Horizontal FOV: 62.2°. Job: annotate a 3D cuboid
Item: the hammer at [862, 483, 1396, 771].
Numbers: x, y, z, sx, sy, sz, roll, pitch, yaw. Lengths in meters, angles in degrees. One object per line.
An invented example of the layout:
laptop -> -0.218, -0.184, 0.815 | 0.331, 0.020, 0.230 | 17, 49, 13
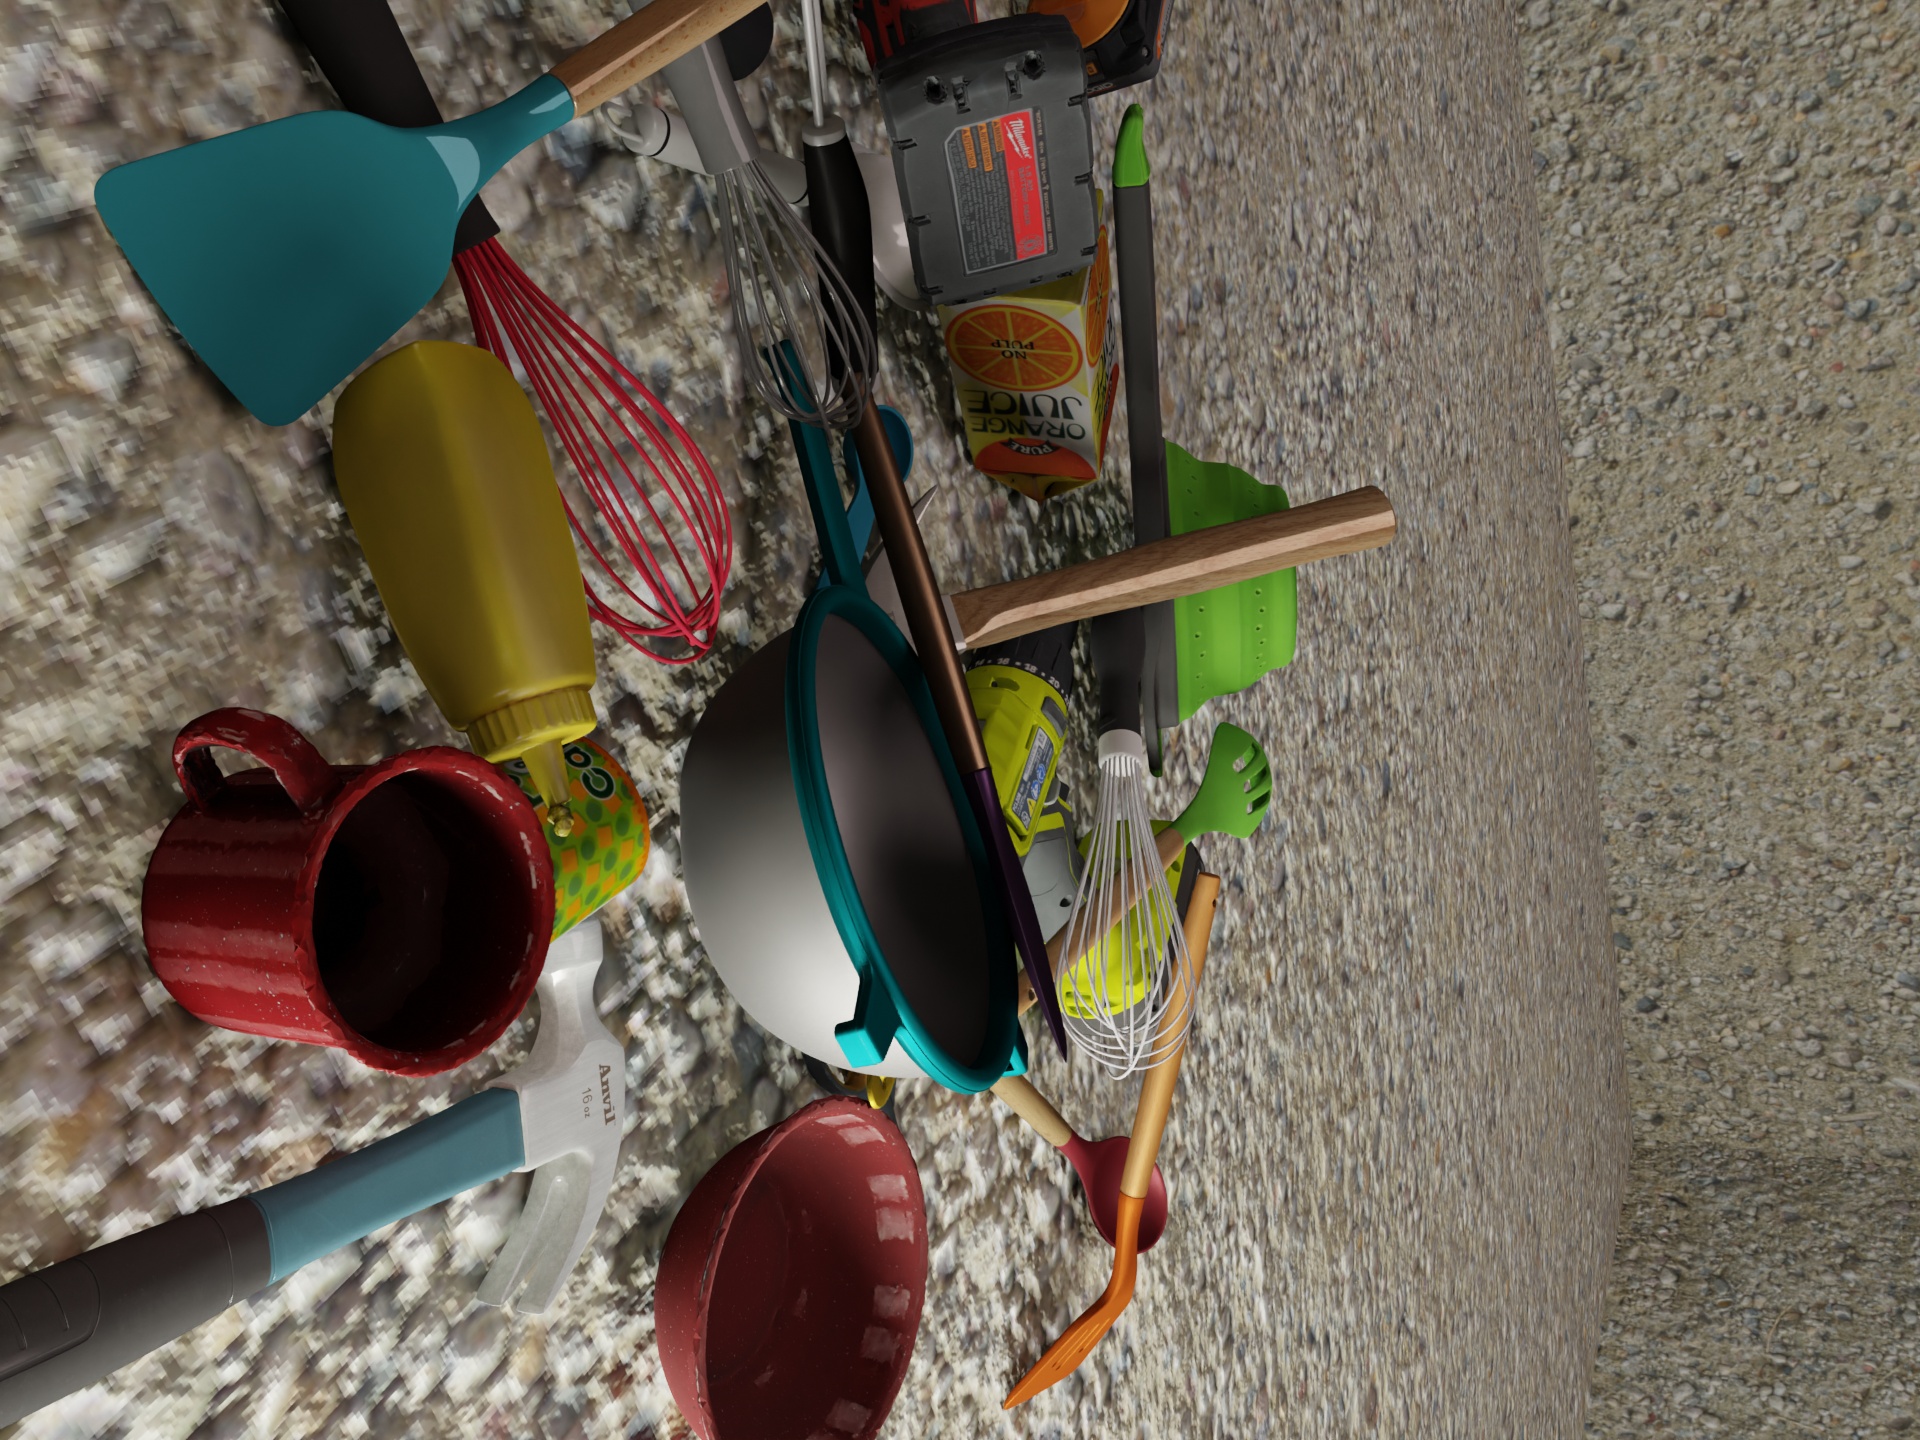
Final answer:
hammer -> 0.094, -0.078, 0.828 | 0.331, 0.031, 0.130 | -16, 86, -26

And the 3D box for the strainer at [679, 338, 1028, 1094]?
strainer -> -0.071, -0.001, 0.673 | 0.210, 0.095, 0.341 | 35, 38, -67

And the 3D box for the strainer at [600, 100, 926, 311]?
strainer -> -0.066, -0.242, 0.723 | 0.258, 0.050, 0.087 | -6, 79, -56

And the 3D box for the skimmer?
skimmer -> -0.087, -0.293, 0.619 | 0.127, 0.090, 0.362 | -64, 158, -44

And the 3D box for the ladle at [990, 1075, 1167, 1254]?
ladle -> 0.048, 0.229, 0.912 | 0.315, 0.031, 0.069 | 52, 43, -43

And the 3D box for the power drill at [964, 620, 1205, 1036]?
power drill -> 0.058, 0.054, 0.889 | 0.228, 0.080, 0.191 | 54, 45, -41

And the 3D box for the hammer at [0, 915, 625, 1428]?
hammer -> -0.216, 0.154, 0.457 | 0.331, 0.033, 0.128 | -13, 99, -59

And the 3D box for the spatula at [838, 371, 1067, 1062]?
spatula -> -0.001, -0.002, 0.706 | 0.060, 0.018, 0.316 | -17, 89, -87

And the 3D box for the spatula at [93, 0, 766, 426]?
spatula -> -0.120, -0.216, 0.524 | 0.317, 0.044, 0.082 | -46, 120, -29

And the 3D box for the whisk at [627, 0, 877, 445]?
whisk -> -0.087, -0.212, 0.601 | 0.055, 0.055, 0.238 | -58, 137, -43

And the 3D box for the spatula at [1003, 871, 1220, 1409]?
spatula -> 0.094, 0.239, 0.894 | 0.081, 0.041, 0.322 | 6, 99, -56

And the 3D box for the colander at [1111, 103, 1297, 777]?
colander -> 0.146, -0.154, 0.929 | 0.205, 0.094, 0.396 | -81, 166, -57

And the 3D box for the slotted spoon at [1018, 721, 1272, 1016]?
slotted spoon -> 0.105, 0.079, 0.867 | 0.314, 0.031, 0.070 | -35, 110, -49

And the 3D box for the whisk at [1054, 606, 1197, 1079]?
whisk -> 0.082, 0.043, 0.802 | 0.070, 0.070, 0.285 | 50, 34, -47

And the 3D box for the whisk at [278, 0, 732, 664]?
whisk -> -0.159, -0.146, 0.548 | 0.073, 0.073, 0.295 | -54, 127, -46

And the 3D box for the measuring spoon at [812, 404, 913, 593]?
measuring spoon -> -0.057, -0.092, 0.761 | 0.042, 0.021, 0.129 | 35, 68, -46

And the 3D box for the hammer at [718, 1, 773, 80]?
hammer -> -0.183, -0.296, 0.509 | 0.408, 0.036, 0.149 | -3, 74, -63

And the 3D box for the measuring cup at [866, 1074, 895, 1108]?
measuring cup -> -0.015, 0.134, 0.744 | 0.156, 0.029, 0.062 | -64, 138, -69

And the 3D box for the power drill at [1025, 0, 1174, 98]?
power drill -> 0.032, -0.439, 0.860 | 0.226, 0.084, 0.185 | 40, 55, -47

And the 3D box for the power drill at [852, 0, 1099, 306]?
power drill -> -0.011, -0.312, 0.676 | 0.187, 0.080, 0.227 | 76, -1, -57
